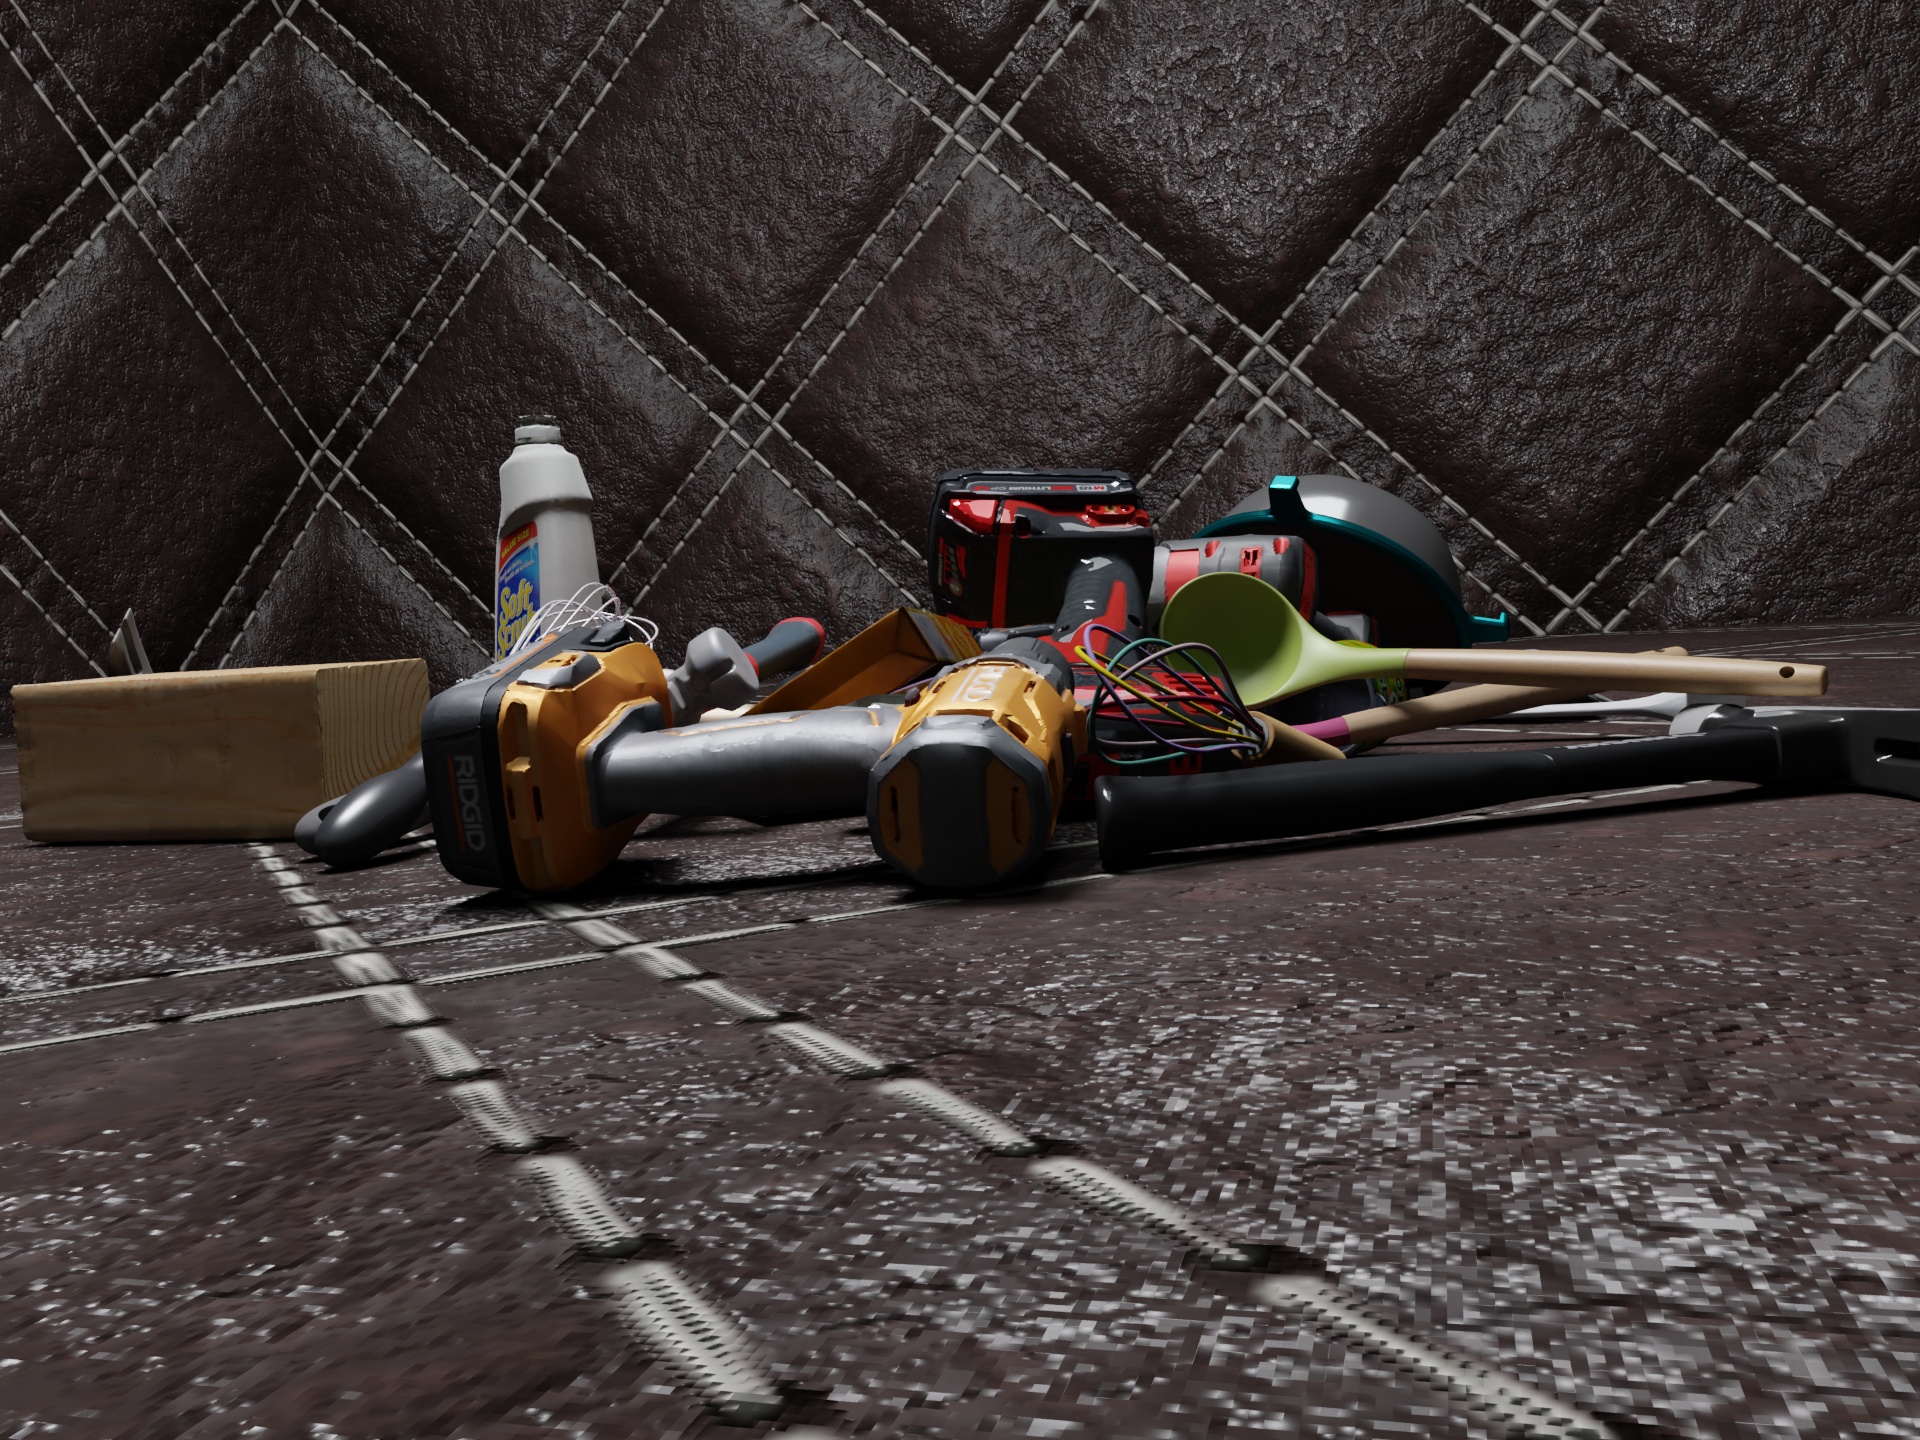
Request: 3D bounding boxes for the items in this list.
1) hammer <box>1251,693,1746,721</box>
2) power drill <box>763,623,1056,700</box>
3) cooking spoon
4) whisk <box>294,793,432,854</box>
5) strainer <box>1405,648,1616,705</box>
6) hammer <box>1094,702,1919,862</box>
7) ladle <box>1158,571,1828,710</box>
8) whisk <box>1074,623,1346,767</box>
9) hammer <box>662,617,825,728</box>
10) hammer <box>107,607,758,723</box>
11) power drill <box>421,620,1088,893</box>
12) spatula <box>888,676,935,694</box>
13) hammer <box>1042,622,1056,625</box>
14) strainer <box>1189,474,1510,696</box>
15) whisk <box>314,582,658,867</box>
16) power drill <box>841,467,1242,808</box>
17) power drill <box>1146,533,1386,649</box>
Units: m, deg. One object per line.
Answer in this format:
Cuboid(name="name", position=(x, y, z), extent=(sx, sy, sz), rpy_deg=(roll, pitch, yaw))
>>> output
Cuboid(name="hammer", position=(0.245, -0.002, 0.950), extent=(0.405, 0.035, 0.144), rpy_deg=(-2, 4, 24))
Cuboid(name="power drill", position=(-0.038, -0.022, 1.247), extent=(0.226, 0.084, 0.164), rpy_deg=(-6, 3, 34))
Cuboid(name="cooking spoon", position=(0.220, 0.001, 0.808), extent=(0.319, 0.017, 0.069), rpy_deg=(-12, 10, -5))
Cuboid(name="whisk", position=(-0.252, 0.036, 0.830), extent=(0.055, 0.055, 0.239), rpy_deg=(-2, 9, 24))
Cuboid(name="strainer", position=(0.320, -0.016, 1.088), extent=(0.258, 0.050, 0.086), rpy_deg=(-6, -13, 22))
Cuboid(name="hammer", position=(0.207, 0.022, 0.604), extent=(0.334, 0.035, 0.146), rpy_deg=(-5, 3, -16))
Cuboid(name="ladle", position=(0.238, -0.032, 0.769), extent=(0.320, 0.078, 0.062), rpy_deg=(5, -23, 41))
Cuboid(name="whisk", position=(0.112, 0.006, 0.647), extent=(0.047, 0.051, 0.244), rpy_deg=(4, -7, 33))
Cuboid(name="hammer", position=(-0.147, -0.016, 0.916), extent=(0.143, 0.038, 0.386), rpy_deg=(-31, 4, 8))
Cuboid(name="hammer", position=(-0.316, -0.004, 1.013), extent=(0.410, 0.146, 0.038), rpy_deg=(0, 44, -6))
Cuboid(name="power drill", position=(-0.064, 0.006, 0.615), extent=(0.226, 0.084, 0.185), rpy_deg=(0, 16, 11))
Cuboid(name="spatula", position=(-0.002, -0.003, 0.979), extent=(0.060, 0.018, 0.316), rpy_deg=(-19, -8, 7))
Cuboid(name="hammer", position=(0.115, -0.070, 1.227), extent=(0.149, 0.037, 0.359), rpy_deg=(40, -2, 0))
Cuboid(name="strainer", position=(0.248, -0.090, 1.194), extent=(0.211, 0.095, 0.340), rpy_deg=(31, -24, -9))
Cuboid(name="whisk", position=(-0.233, -0.001, 0.805), extent=(0.070, 0.070, 0.285), rpy_deg=(-3, 24, 18))
Cuboid(name="power drill", position=(0.026, -0.038, 0.781), extent=(0.188, 0.080, 0.227), rpy_deg=(-1, 36, -5))
Cuboid(name="power drill", position=(0.181, -0.058, 1.018), extent=(0.143, 0.079, 0.219), rpy_deg=(-2, -16, 31))
